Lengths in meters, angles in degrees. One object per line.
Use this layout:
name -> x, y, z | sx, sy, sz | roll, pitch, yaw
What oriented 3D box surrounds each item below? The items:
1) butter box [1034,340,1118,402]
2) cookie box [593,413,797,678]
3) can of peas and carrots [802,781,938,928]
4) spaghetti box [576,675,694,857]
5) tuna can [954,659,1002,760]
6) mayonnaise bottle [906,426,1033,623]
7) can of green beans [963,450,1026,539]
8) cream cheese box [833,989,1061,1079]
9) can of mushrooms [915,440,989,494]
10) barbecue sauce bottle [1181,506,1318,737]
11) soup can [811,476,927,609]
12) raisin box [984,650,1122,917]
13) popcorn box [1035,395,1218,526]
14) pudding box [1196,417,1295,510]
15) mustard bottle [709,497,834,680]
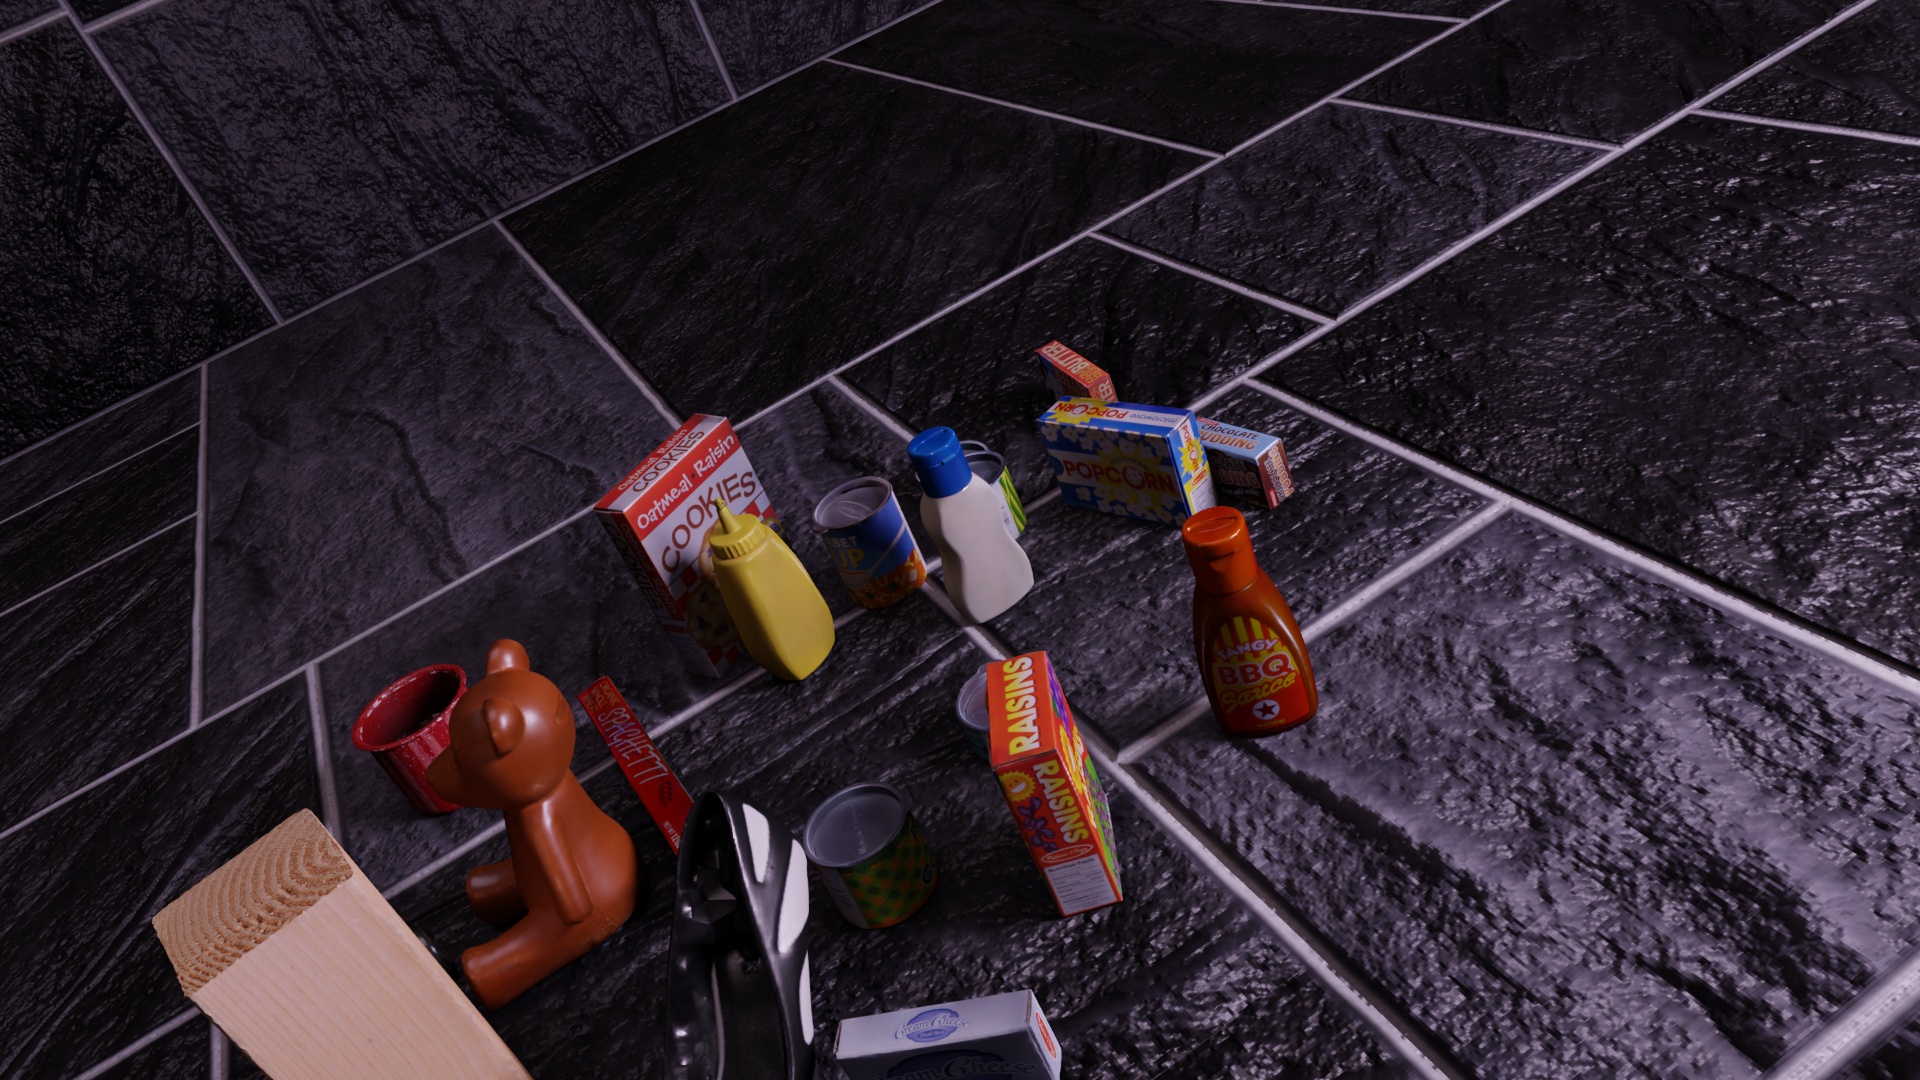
butter box -> 0.103, -0.134, 1.211 | 0.024, 0.053, 0.104 | -29, 33, -10
cookie box -> -0.199, 0.004, 1.086 | 0.040, 0.166, 0.123 | 5, 41, 37
can of peas and carrots -> -0.051, 0.186, 0.828 | 0.071, 0.058, 0.071 | -16, 33, 11
spaghetti box -> -0.211, 0.168, 0.961 | 0.029, 0.050, 0.250 | -33, 33, -16
tuna can -> 0.032, 0.111, 0.913 | 0.071, 0.032, 0.071 | -16, 33, 11
mayonnaise bottle -> 0.004, -0.013, 1.004 | 0.065, 0.147, 0.041 | -35, 34, -18
can of green beans -> 0.014, -0.030, 1.108 | 0.071, 0.057, 0.071 | -16, 33, 11
cream cheese box -> -0.006, 0.258, 0.699 | 0.104, 0.053, 0.024 | -14, 33, 14
can of mushrooms -> -0.004, -0.054, 1.177 | 0.071, 0.033, 0.071 | -16, 33, 11
barbecue sauce bottle -> 0.165, 0.048, 0.815 | 0.065, 0.148, 0.044 | -15, 33, 13
soup can -> -0.072, 0.004, 1.087 | 0.071, 0.083, 0.072 | -16, 33, 11
raisin box -> 0.051, 0.136, 0.779 | 0.040, 0.123, 0.086 | -17, 32, 10
popcorn box -> 0.127, -0.061, 1.059 | 0.127, 0.085, 0.038 | 12, 46, 43
pudding box -> 0.206, -0.059, 1.040 | 0.030, 0.049, 0.084 | -37, 35, -22
mustard bottle -> -0.146, 0.029, 1.023 | 0.049, 0.159, 0.065 | 5, 42, 37
